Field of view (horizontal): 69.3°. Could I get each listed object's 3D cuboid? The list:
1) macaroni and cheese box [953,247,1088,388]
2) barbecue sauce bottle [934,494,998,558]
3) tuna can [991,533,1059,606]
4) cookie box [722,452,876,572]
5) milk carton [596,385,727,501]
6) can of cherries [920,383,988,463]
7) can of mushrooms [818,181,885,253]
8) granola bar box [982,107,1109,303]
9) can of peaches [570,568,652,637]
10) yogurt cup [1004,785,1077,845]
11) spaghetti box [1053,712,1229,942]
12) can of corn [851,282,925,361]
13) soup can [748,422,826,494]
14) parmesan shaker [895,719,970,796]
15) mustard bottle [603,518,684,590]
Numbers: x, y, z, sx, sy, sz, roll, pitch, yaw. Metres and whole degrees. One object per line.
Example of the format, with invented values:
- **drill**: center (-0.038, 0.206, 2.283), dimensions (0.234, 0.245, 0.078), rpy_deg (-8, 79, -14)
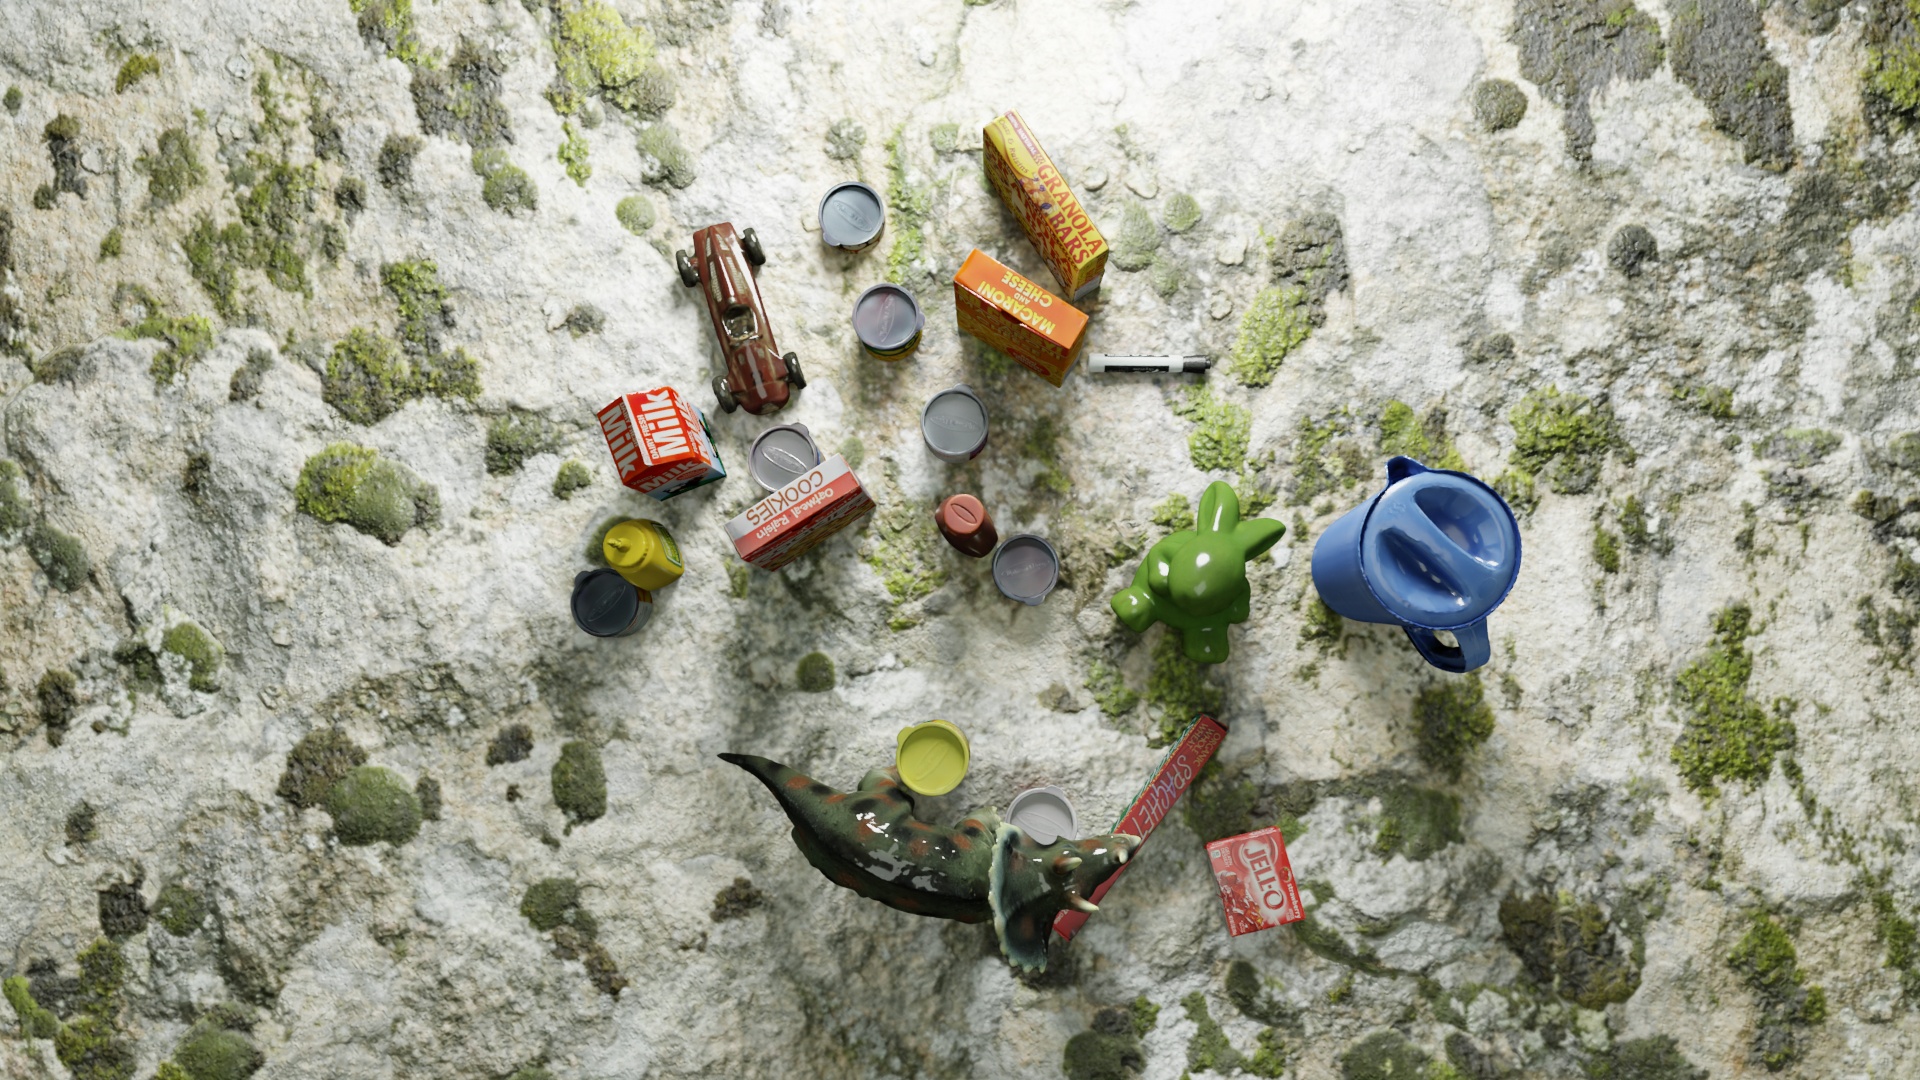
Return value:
- **macaroni and cheese box**: center (0.055, -0.206, 1.311), dimensions (0.124, 0.166, 0.040), rpy_deg (32, 87, 4)
- **barbecue sauce bottle**: center (0.005, -0.016, 1.303), dimensions (0.065, 0.148, 0.043), rpy_deg (39, 87, 5)
- **tuna can**: center (0.064, 0.030, 1.354), dimensions (0.071, 0.033, 0.071), rpy_deg (0, 84, 2)
- **cookie box**: center (-0.145, -0.022, 1.298), dimensions (0.123, 0.167, 0.040), rpy_deg (-33, 85, -2)
- **milk carton**: center (-0.281, -0.090, 1.296), dimensions (0.073, 0.190, 0.072), rpy_deg (-21, 85, 0)
- **can of cherries**: center (-0.004, -0.114, 1.358), dimensions (0.071, 0.058, 0.071), rpy_deg (0, 85, 2)
- **can of mushrooms**: center (-0.110, -0.322, 1.394), dimensions (0.071, 0.033, 0.071), rpy_deg (0, 84, 2)
- **granola bar box**: center (0.081, -0.321, 1.344), dimensions (0.039, 0.124, 0.165), rpy_deg (-33, 85, -1)
- **can of peaches**: center (-0.340, 0.060, 1.349), dimensions (0.071, 0.058, 0.071), rpy_deg (0, 85, 2)
- **yogurt cup**: center (0.076, 0.267, 1.320), dimensions (0.072, 0.054, 0.072), rpy_deg (0, 84, 2)
- **spaghetti box**: center (0.168, 0.269, 1.319), dimensions (0.029, 0.050, 0.250), rpy_deg (37, 86, 4)
- **can of corn**: center (-0.069, -0.214, 1.370), dimensions (0.071, 0.058, 0.071), rpy_deg (0, 85, 2)
- **soup can**: center (-0.164, -0.075, 1.345), dimensions (0.071, 0.083, 0.071), rpy_deg (0, 85, 2)
- **parmesan shaker**: center (-0.026, 0.200, 1.304), dimensions (0.071, 0.103, 0.071), rpy_deg (0, 85, 2)
- **mustard bottle**: center (-0.301, 0.010, 1.302), dimensions (0.049, 0.160, 0.065), rpy_deg (-27, 85, -1)
